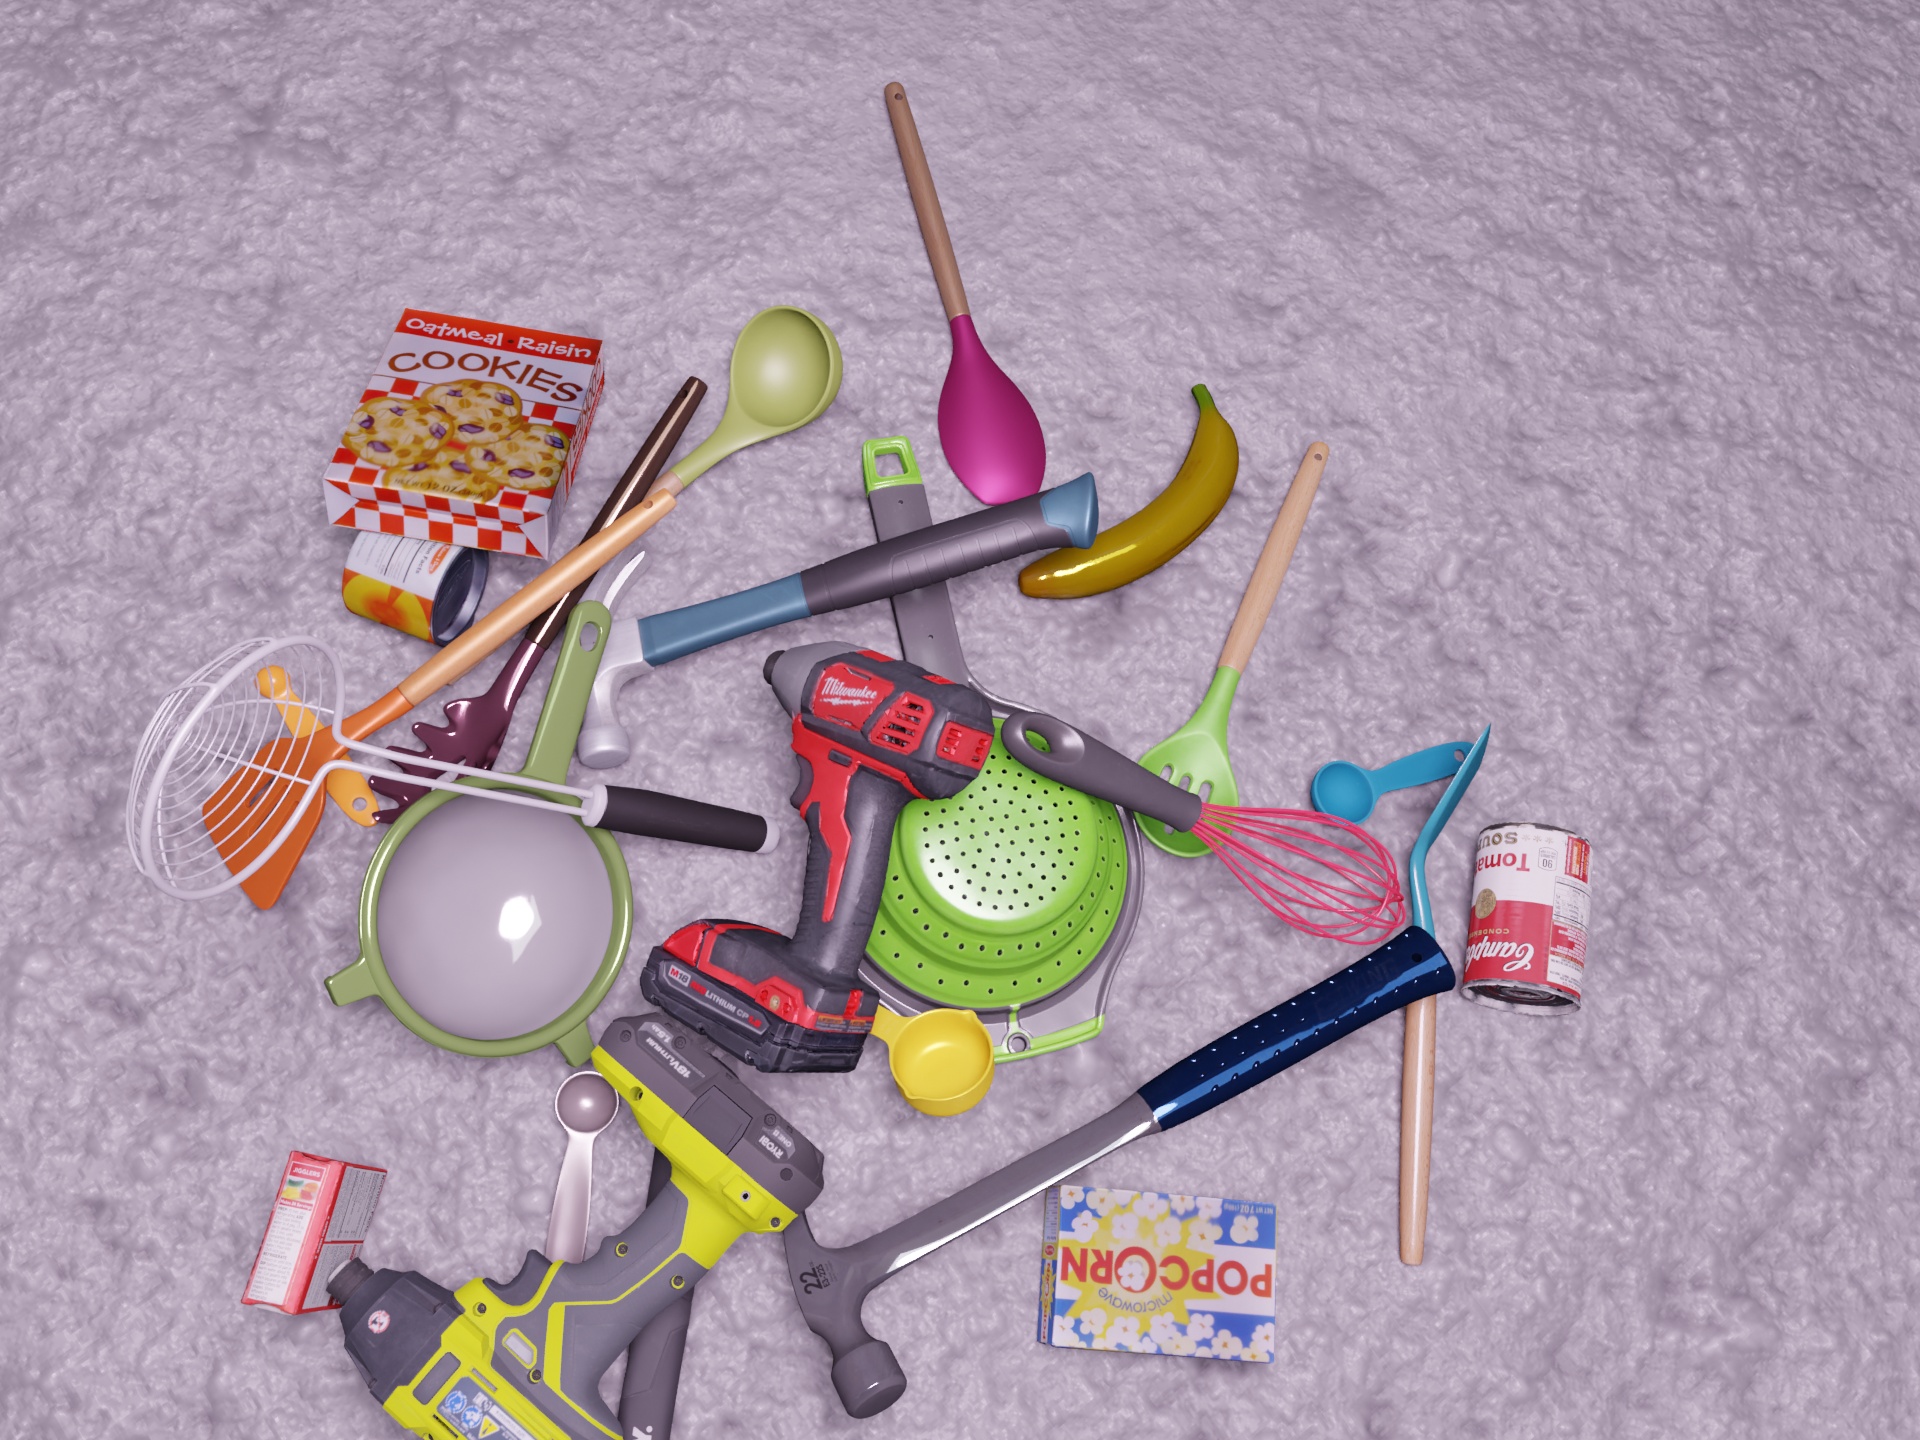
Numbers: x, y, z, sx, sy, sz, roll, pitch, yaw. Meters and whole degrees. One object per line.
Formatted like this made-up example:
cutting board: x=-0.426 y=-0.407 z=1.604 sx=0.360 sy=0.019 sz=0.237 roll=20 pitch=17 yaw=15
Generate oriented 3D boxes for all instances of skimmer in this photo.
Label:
skimmer: x=-0.223 y=0.045 z=0.791 sx=0.363 sy=0.090 sz=0.127 roll=15 pitch=101 yaw=-43

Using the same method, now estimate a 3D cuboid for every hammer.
hammer: x=-0.167 y=0.337 z=0.834 sx=0.146 sy=0.035 sz=0.335 roll=7 pitch=72 yaw=-7
hammer: x=0.091 y=0.215 z=0.875 sx=0.405 sy=0.035 sz=0.144 roll=-25 pitch=53 yaw=-13
hammer: x=-0.076 y=-0.077 z=0.928 sx=0.331 sy=0.033 sz=0.128 roll=-16 pitch=69 yaw=6

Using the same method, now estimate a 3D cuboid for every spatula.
spatula: x=-0.289 y=-0.026 z=0.896 sx=0.322 sy=0.041 sz=0.081 roll=-39 pitch=68 yaw=-9
spatula: x=0.287 y=0.160 z=0.948 sx=0.044 sy=0.082 sz=0.318 roll=3 pitch=76 yaw=16

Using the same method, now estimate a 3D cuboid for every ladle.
ladle: x=-0.196 y=-0.137 z=0.969 sx=0.078 sy=0.062 sz=0.320 roll=40 pitch=74 yaw=19

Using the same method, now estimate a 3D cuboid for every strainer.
strainer: x=-0.249 y=0.055 z=0.880 sx=0.151 sy=0.069 sz=0.256 roll=25 pitch=69 yaw=-34

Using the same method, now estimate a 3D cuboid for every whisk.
whisk: x=0.145 y=0.059 z=0.907 sx=0.295 sy=0.073 sz=0.073 roll=25 pitch=69 yaw=-25

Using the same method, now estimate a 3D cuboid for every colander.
colander: x=-0.001 y=-0.003 z=0.933 sx=0.204 sy=0.094 sz=0.397 roll=-10 pitch=75 yaw=-11

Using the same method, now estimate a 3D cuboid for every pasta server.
pasta server: x=-0.236 y=-0.070 z=0.924 sx=0.060 sy=0.040 sz=0.316 roll=27 pitch=81 yaw=20

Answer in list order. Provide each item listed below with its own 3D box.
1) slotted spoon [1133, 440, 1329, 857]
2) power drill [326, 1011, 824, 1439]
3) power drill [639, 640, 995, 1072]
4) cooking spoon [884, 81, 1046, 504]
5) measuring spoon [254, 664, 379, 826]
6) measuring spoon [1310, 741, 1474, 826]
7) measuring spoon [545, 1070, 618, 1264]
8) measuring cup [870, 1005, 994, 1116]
slotted spoon: x=0.181 y=-0.051 z=1.012 sx=0.070 sy=0.031 sz=0.314 roll=25 pitch=69 yaw=-1
power drill: x=-0.190 y=0.264 z=0.798 sx=0.171 sy=0.080 sz=0.223 roll=38 pitch=75 yaw=8
power drill: x=-0.080 y=0.066 z=0.852 sx=0.143 sy=0.078 sz=0.219 roll=23 pitch=92 yaw=34
cooking spoon: x=-0.007 y=-0.290 z=1.063 sx=0.068 sy=0.017 sz=0.319 roll=-12 pitch=75 yaw=-13
measuring spoon: x=-0.371 y=0.014 z=0.918 sx=0.021 sy=0.011 sz=0.117 roll=-36 pitch=81 yaw=-17
measuring spoon: x=0.274 y=0.037 z=1.006 sx=0.128 sy=0.021 sz=0.042 roll=-15 pitch=76 yaw=-22
measuring spoon: x=-0.210 y=0.254 z=0.868 sx=0.034 sy=0.018 sz=0.124 roll=8 pitch=79 yaw=-6
measuring cup: x=-0.050 y=0.173 z=0.890 sx=0.157 sy=0.029 sz=0.062 roll=20 pitch=53 yaw=29
